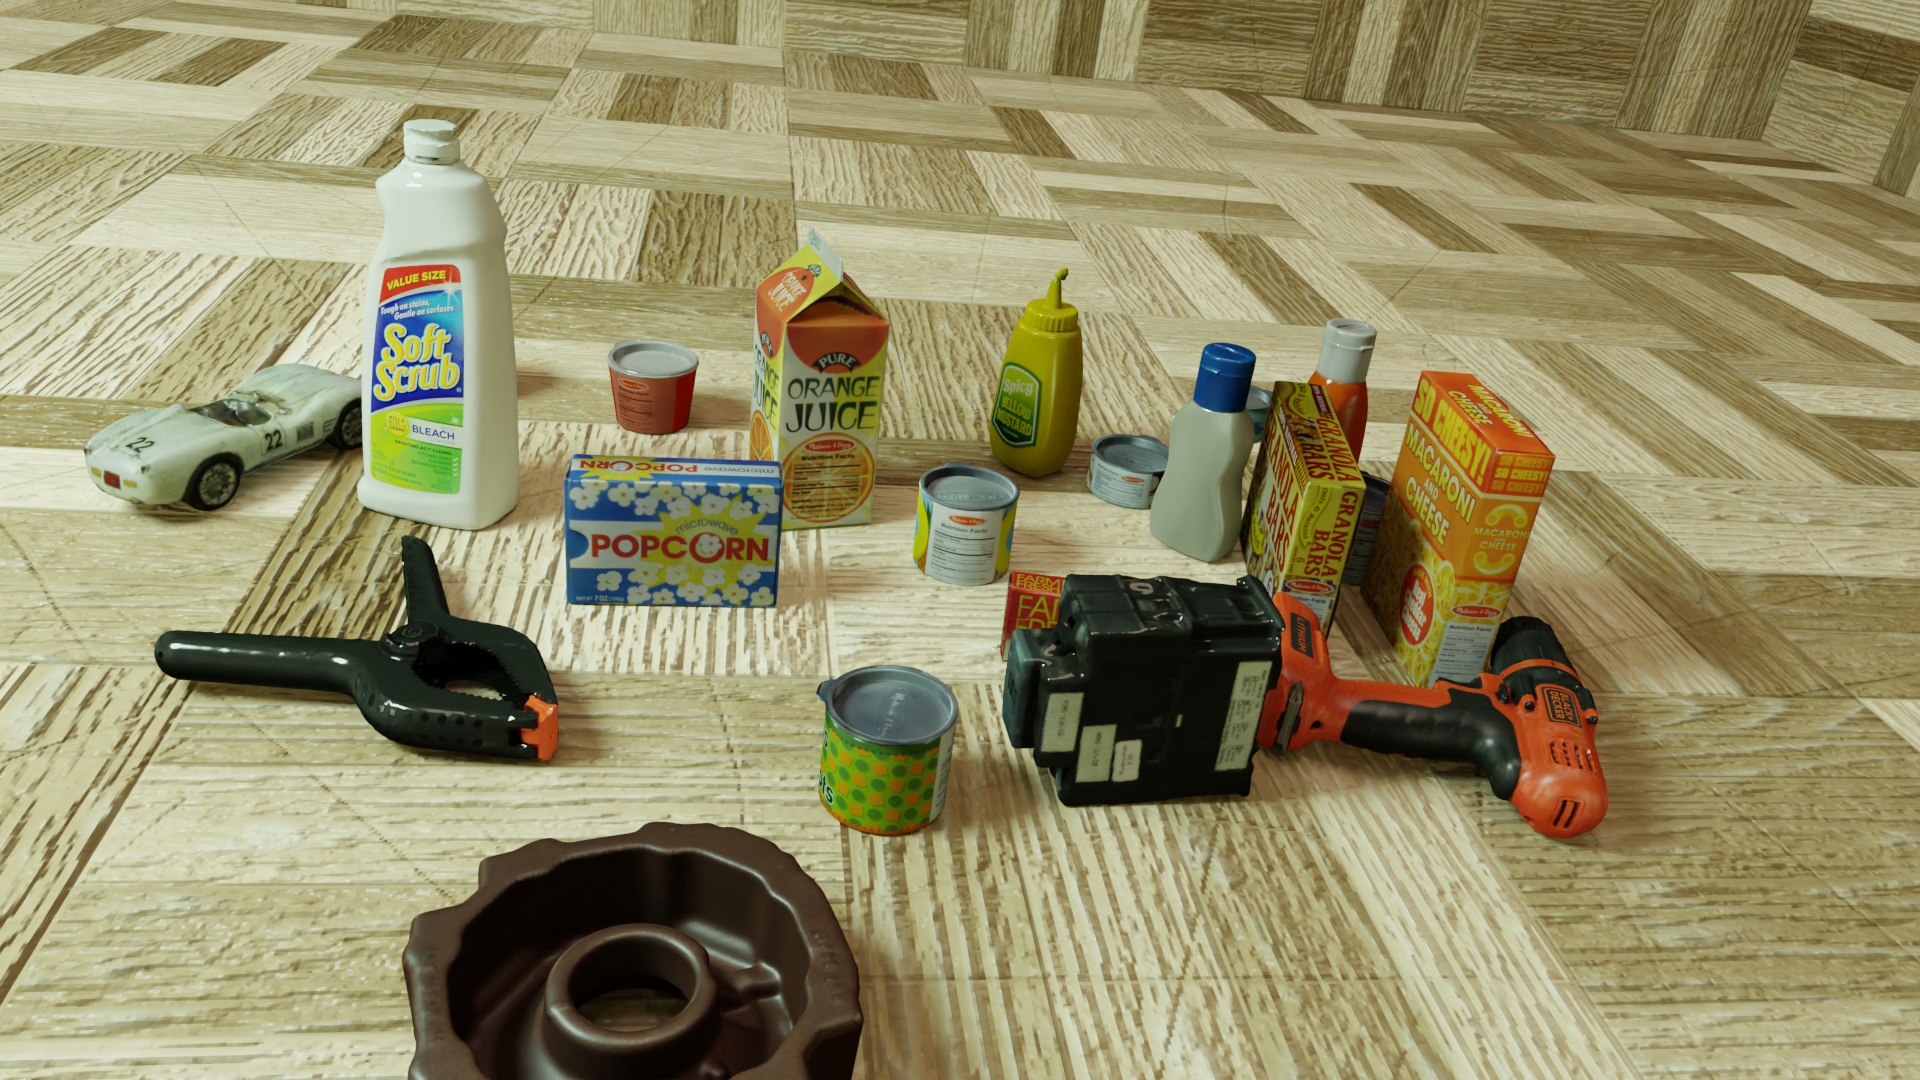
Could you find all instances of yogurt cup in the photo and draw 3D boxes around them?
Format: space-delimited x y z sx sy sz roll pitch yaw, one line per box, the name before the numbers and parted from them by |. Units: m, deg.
yogurt cup | -0.235 -0.116 1.060 0.072 0.053 0.073 6 28 -3

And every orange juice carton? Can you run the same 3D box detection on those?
orange juice carton | -0.097 -0.108 0.933 0.073 0.191 0.072 -5 30 -22

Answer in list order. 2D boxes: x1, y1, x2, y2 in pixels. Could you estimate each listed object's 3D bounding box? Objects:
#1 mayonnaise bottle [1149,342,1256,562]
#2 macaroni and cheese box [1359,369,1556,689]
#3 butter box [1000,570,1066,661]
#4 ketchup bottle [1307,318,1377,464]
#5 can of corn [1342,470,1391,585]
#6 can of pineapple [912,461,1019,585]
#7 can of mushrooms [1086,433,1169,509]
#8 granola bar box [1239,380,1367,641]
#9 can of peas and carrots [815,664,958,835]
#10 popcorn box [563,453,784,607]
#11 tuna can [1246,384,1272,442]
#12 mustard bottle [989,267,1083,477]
mayonnaise bottle | 0.172 -0.061 0.957 0.065 0.147 0.041 29 35 35
macaroni and cheese box | 0.306 -0.007 0.869 0.040 0.165 0.124 4 28 -6
butter box | 0.077 0.051 0.826 0.103 0.052 0.024 8 28 2
ketchup bottle | 0.274 -0.089 1.032 0.065 0.148 0.043 -10 32 -29
can of corn | 0.278 -0.010 0.982 0.071 0.058 0.071 6 28 -3
can of pineapple | 0.003 -0.012 0.920 0.071 0.057 0.071 6 28 -3
can of mushrooms | 0.131 -0.053 1.053 0.071 0.033 0.071 6 28 -3
granola bar box | 0.222 -0.018 0.913 0.039 0.123 0.166 8 28 1
can of peas and carrots | -0.039 0.104 0.696 0.071 0.058 0.071 6 28 -3
popcorn box | -0.172 -0.005 0.838 0.127 0.084 0.038 2 28 -11
tuna can | 0.234 -0.110 1.184 0.071 0.032 0.071 6 28 -3
mustard bottle | 0.061 -0.129 1.042 0.049 0.159 0.065 -20 38 -41
